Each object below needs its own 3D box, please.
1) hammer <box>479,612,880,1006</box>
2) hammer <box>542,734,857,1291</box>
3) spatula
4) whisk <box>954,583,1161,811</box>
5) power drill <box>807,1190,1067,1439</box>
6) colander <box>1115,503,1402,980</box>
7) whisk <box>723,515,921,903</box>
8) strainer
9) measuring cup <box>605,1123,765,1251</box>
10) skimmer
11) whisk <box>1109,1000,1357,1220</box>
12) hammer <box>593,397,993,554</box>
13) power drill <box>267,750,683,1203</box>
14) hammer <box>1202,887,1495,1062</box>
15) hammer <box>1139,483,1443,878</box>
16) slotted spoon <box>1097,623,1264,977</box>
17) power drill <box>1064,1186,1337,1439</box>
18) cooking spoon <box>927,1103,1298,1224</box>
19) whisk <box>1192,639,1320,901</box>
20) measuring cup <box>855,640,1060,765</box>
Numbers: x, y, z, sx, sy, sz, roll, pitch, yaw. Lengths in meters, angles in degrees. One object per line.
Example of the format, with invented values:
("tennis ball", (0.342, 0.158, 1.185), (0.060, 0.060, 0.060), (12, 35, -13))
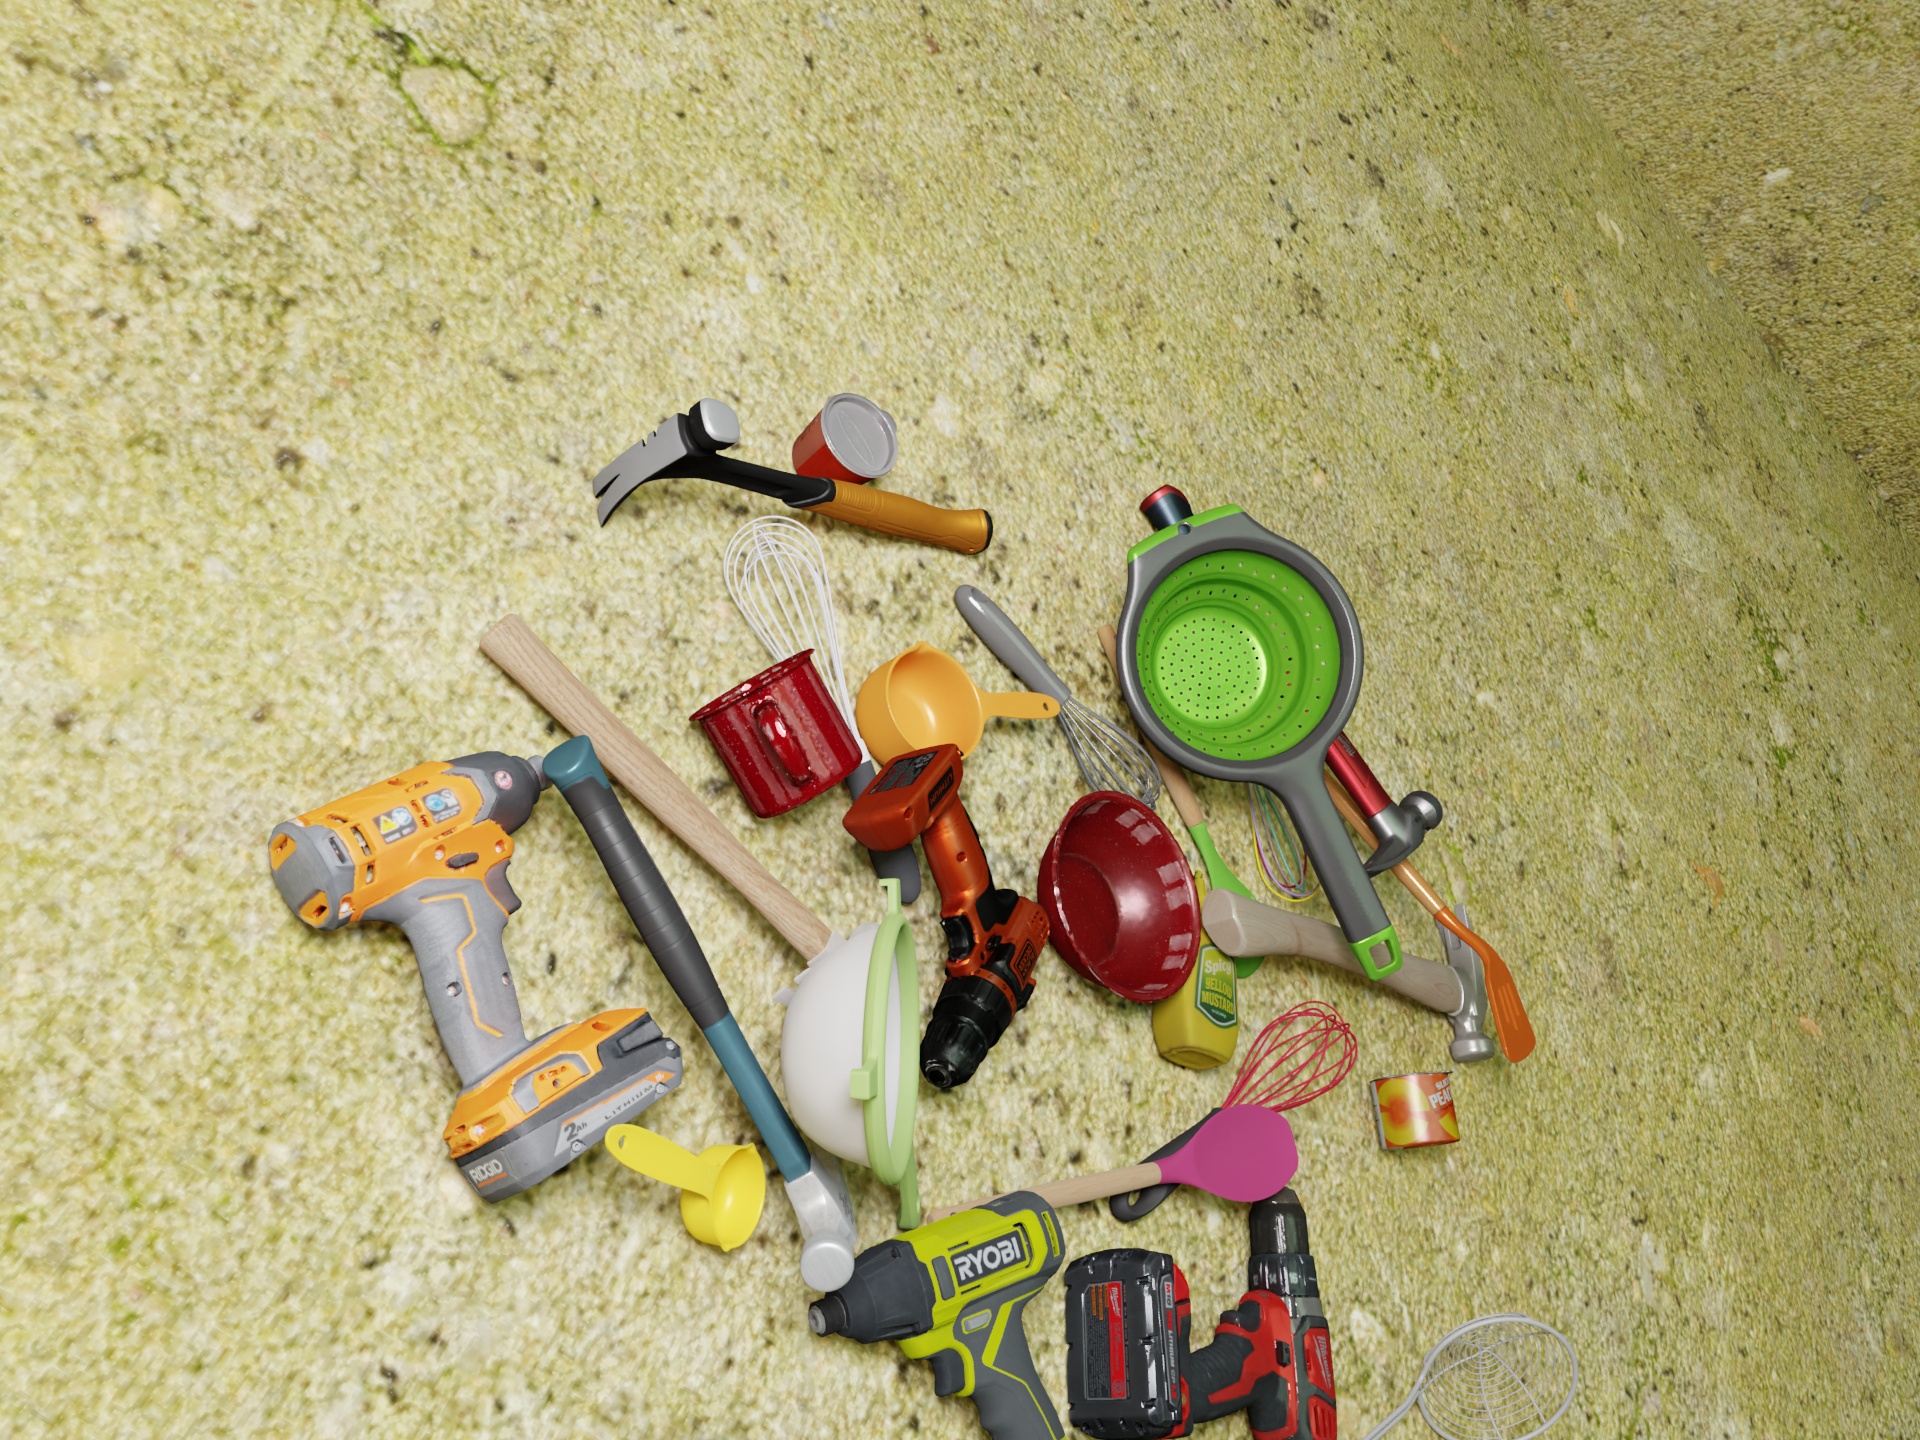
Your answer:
("hammer", (-0.167, 0.062, 0.980), (0.331, 0.031, 0.130), (46, 15, -9))
("hammer", (-0.147, 0.158, 0.907), (0.033, 0.128, 0.331), (-28, 96, -2))
("spatula", (0.399, 0.155, 1.402), (0.323, 0.041, 0.081), (52, 28, 21))
("whisk", (0.076, -0.014, 1.249), (0.239, 0.055, 0.055), (48, 47, -8))
("power drill", (0.006, 0.417, 0.958), (0.171, 0.080, 0.223), (-8, 76, -36))
("colander", (0.252, 0.025, 1.304), (0.204, 0.094, 0.397), (-24, 87, -9))
("whisk", (-0.086, -0.007, 1.093), (0.070, 0.070, 0.284), (-24, 92, -45))
("strainer", (-0.062, 0.224, 0.936), (0.069, 0.256, 0.152), (1, 42, 5))
("measuring cup", (-0.159, 0.251, 0.883), (0.156, 0.029, 0.062), (49, 46, -51))
("skimmer", (0.330, 0.548, 1.179), (0.363, 0.090, 0.127), (-13, 114, -41))
("whisk", (0.213, 0.298, 1.218), (0.296, 0.073, 0.073), (-26, 89, -39))
("hammer", (-0.097, -0.155, 1.136), (0.336, 0.127, 0.034), (6, 65, -50))
("power drill", (-0.249, 0.125, 0.871), (0.164, 0.084, 0.226), (-30, 88, -46))
("hammer", (0.336, 0.190, 1.351), (0.410, 0.038, 0.146), (22, 56, -42))
("hammer", (0.272, -0.039, 1.393), (0.143, 0.038, 0.386), (-30, 82, -44))
("slotted spoon", (0.184, 0.063, 1.319), (0.070, 0.031, 0.314), (-18, 82, -49))
("power drill", (0.179, 0.417, 1.118), (0.226, 0.080, 0.188), (21, 58, -37))
("cooking spoon", (0.115, 0.320, 1.111), (0.318, 0.017, 0.069), (-1, 70, -32))
("whisk", (0.249, 0.042, 1.379), (0.051, 0.047, 0.245), (-3, 68, -55))
("measuring cup", (-0.002, -0.004, 1.168), (0.173, 0.052, 0.095), (0, 71, -43))
